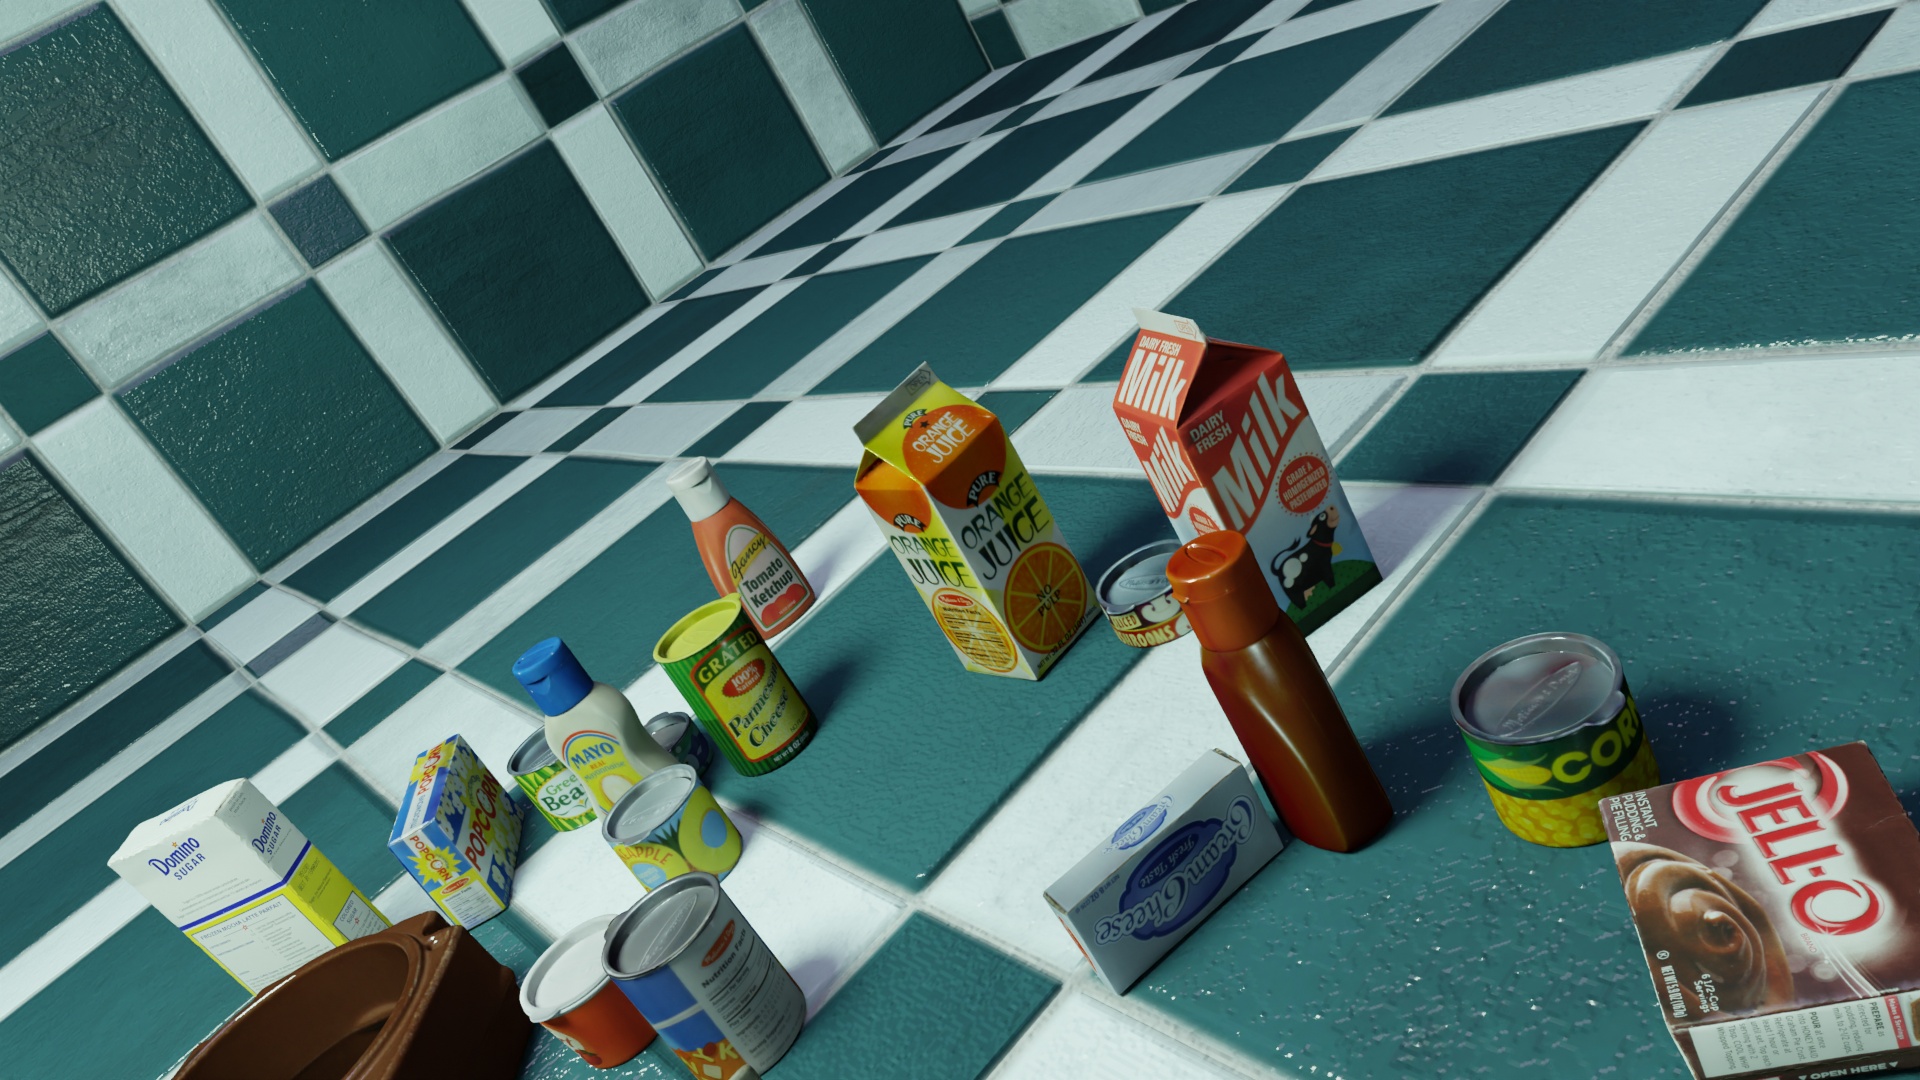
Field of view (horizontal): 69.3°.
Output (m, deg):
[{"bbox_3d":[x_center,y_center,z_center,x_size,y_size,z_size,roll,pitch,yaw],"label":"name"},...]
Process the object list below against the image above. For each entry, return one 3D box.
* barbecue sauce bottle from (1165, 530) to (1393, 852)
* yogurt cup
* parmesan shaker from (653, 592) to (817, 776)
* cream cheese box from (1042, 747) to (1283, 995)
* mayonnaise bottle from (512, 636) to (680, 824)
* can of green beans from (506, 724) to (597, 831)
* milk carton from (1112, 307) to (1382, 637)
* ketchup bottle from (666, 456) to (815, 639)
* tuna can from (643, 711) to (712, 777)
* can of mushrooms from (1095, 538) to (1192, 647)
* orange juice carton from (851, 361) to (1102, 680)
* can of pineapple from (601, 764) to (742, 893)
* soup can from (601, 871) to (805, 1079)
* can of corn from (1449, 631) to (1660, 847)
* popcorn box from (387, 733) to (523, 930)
[{"bbox_3d":[0.134,0.065,0.600,0.044,0.148,0.065,-35,23,-11],"label":"barbecue sauce bottle"},{"bbox_3d":[-0.192,0.243,0.743,0.072,0.053,0.073,-25,23,12],"label":"yogurt cup"},{"bbox_3d":[-0.146,0.096,0.925,0.071,0.102,0.071,-25,23,12],"label":"parmesan shaker"},{"bbox_3d":[0.090,0.144,0.610,0.104,0.053,0.024,-37,24,-16],"label":"cream cheese box"},{"bbox_3d":[-0.233,0.130,0.902,0.064,0.147,0.041,-24,24,15],"label":"mayonnaise bottle"},{"bbox_3d":[-0.282,0.167,1.001,0.071,0.057,0.071,-25,23,12],"label":"can of green beans"},{"bbox_3d":[0.147,-0.042,0.747,0.073,0.190,0.072,-35,23,-10],"label":"milk carton"},{"bbox_3d":[-0.177,0.004,1.091,0.065,0.148,0.043,-41,25,-23],"label":"ketchup bottle"},{"bbox_3d":[-0.209,0.153,0.976,0.071,0.032,0.071,-25,23,12],"label":"tuna can"},{"bbox_3d":[0.116,0.033,0.833,0.071,0.033,0.071,-25,23,12],"label":"can of mushrooms"},{"bbox_3d":[0.003,-0.011,0.852,0.072,0.192,0.073,-44,26,-29],"label":"orange juice carton"},{"bbox_3d":[-0.176,0.181,0.846,0.071,0.057,0.071,-25,23,12],"label":"can of pineapple"},{"bbox_3d":[-0.127,0.216,0.683,0.071,0.083,0.071,-25,23,12],"label":"soup can"},{"bbox_3d":[0.241,0.080,0.557,0.071,0.058,0.071,-25,23,12],"label":"can of corn"},{"bbox_3d":[-0.351,0.203,0.975,0.038,0.085,0.127,-31,23,0],"label":"popcorn box"}]
